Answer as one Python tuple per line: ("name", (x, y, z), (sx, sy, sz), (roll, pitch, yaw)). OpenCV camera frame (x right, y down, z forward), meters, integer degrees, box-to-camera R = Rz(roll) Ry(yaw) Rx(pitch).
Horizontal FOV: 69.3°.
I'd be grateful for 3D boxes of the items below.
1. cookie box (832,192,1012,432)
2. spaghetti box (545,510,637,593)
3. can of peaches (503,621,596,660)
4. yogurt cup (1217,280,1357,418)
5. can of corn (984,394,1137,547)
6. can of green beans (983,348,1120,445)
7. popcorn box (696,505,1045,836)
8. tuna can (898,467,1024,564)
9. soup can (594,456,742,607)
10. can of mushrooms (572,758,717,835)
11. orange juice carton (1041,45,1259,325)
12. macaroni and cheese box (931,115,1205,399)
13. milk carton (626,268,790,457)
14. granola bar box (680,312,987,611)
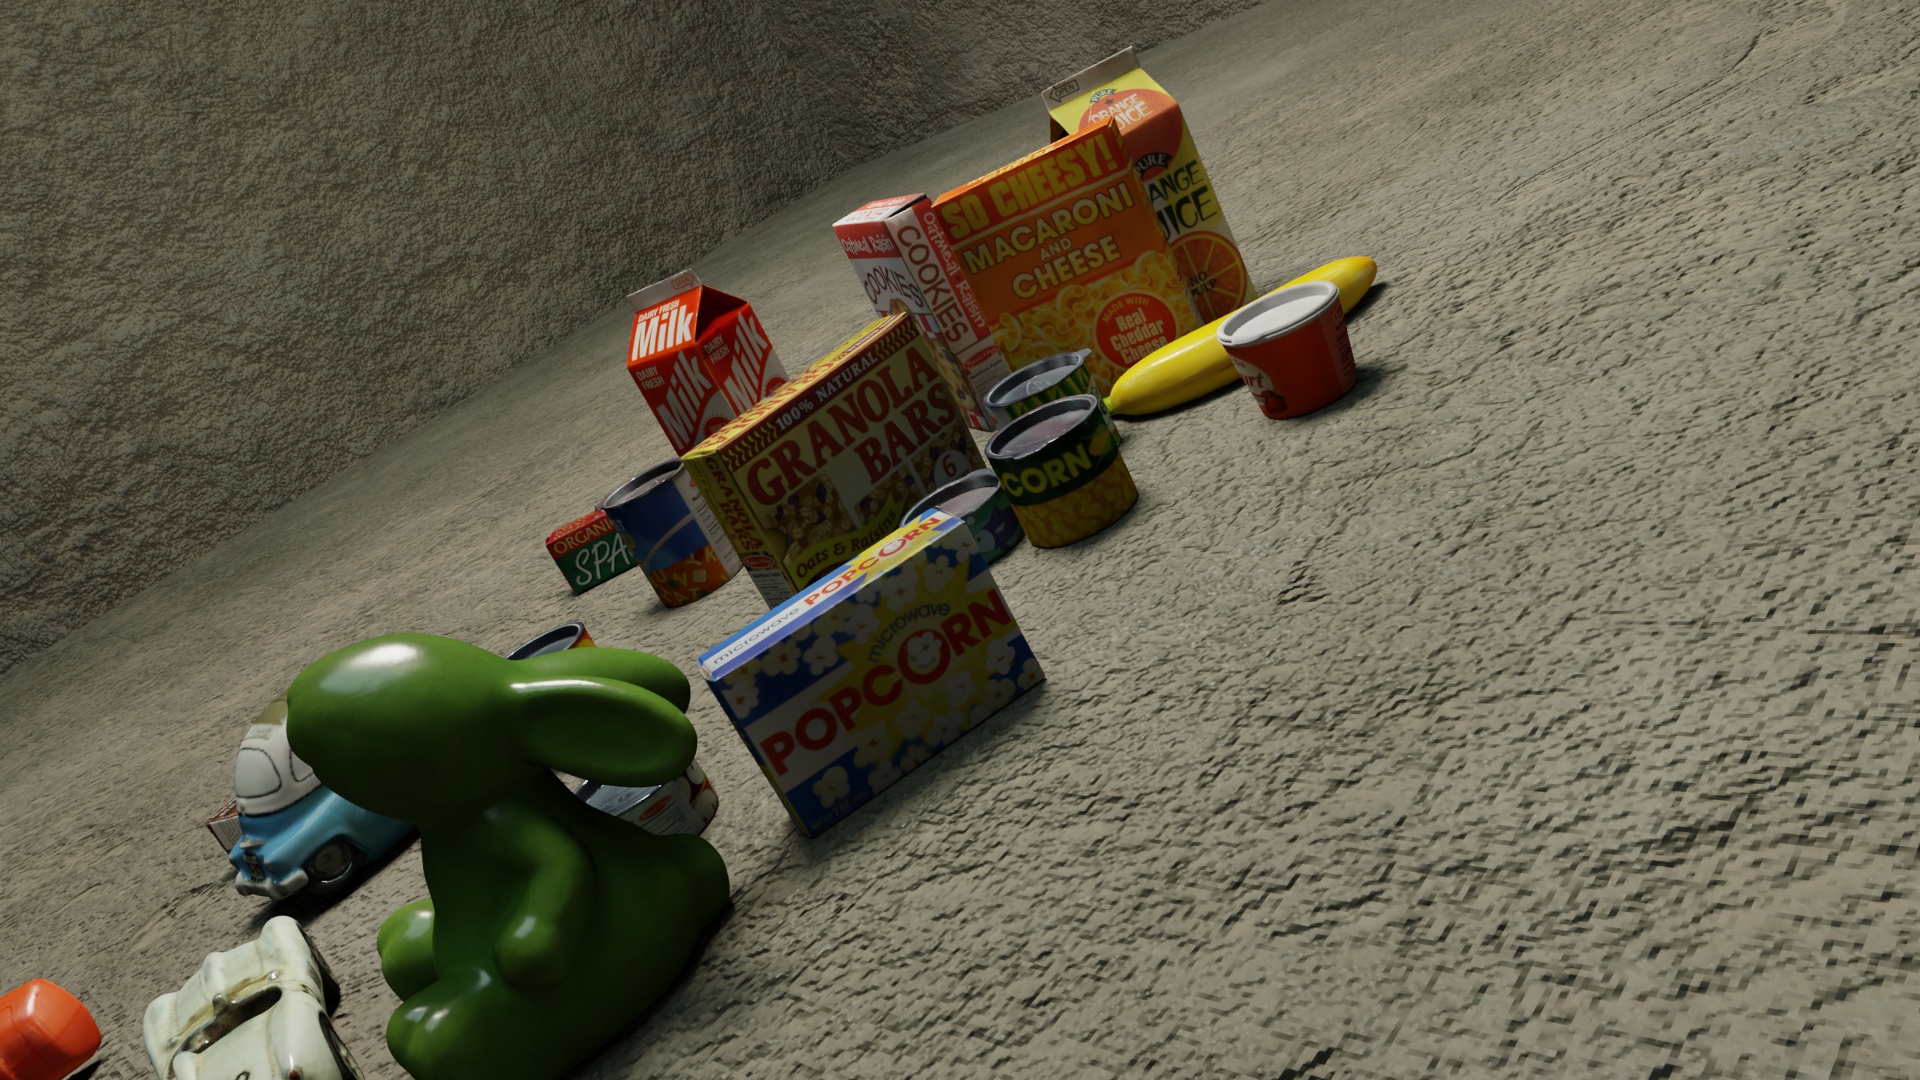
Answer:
("cookie box", (-0.022, -0.165, 1.005), (0.040, 0.167, 0.123), (-33, 20, -14))
("spaghetti box", (-0.206, -0.035, 1.094), (0.250, 0.050, 0.029), (-27, 19, 2))
("can of peaches", (-0.234, 0.090, 0.804), (0.071, 0.058, 0.071), (-24, 20, 9))
("yogurt cup", (0.180, -0.102, 0.754), (0.072, 0.053, 0.072), (-24, 20, 9))
("can of corn", (0.054, -0.036, 0.746), (0.071, 0.058, 0.071), (-24, 20, 9))
("can of green beans", (0.056, -0.073, 0.837), (0.071, 0.057, 0.071), (-24, 20, 9))
("popcorn box", (-0.037, 0.055, 0.597), (0.127, 0.085, 0.038), (-33, 20, -15))
("tuna can", (0.003, -0.010, 0.785), (0.071, 0.032, 0.071), (-24, 20, 9))
("soup can", (-0.200, -0.005, 0.959), (0.071, 0.083, 0.071), (-24, 20, 9))
("can of mushrooms", (-0.150, 0.123, 0.650), (0.071, 0.033, 0.071), (-24, 20, 9))
("orange juice carton", (0.123, -0.226, 0.929), (0.072, 0.192, 0.073), (-30, 19, -6))
("macaroni and cheese box", (0.073, -0.166, 0.885), (0.123, 0.166, 0.040), (-21, 20, 18))
("milk carton", (-0.171, -0.102, 1.005), (0.072, 0.190, 0.074), (-14, 24, 35))
("granola bar box", (-0.065, -0.040, 0.813), (0.039, 0.124, 0.166), (-5, 29, 48))
